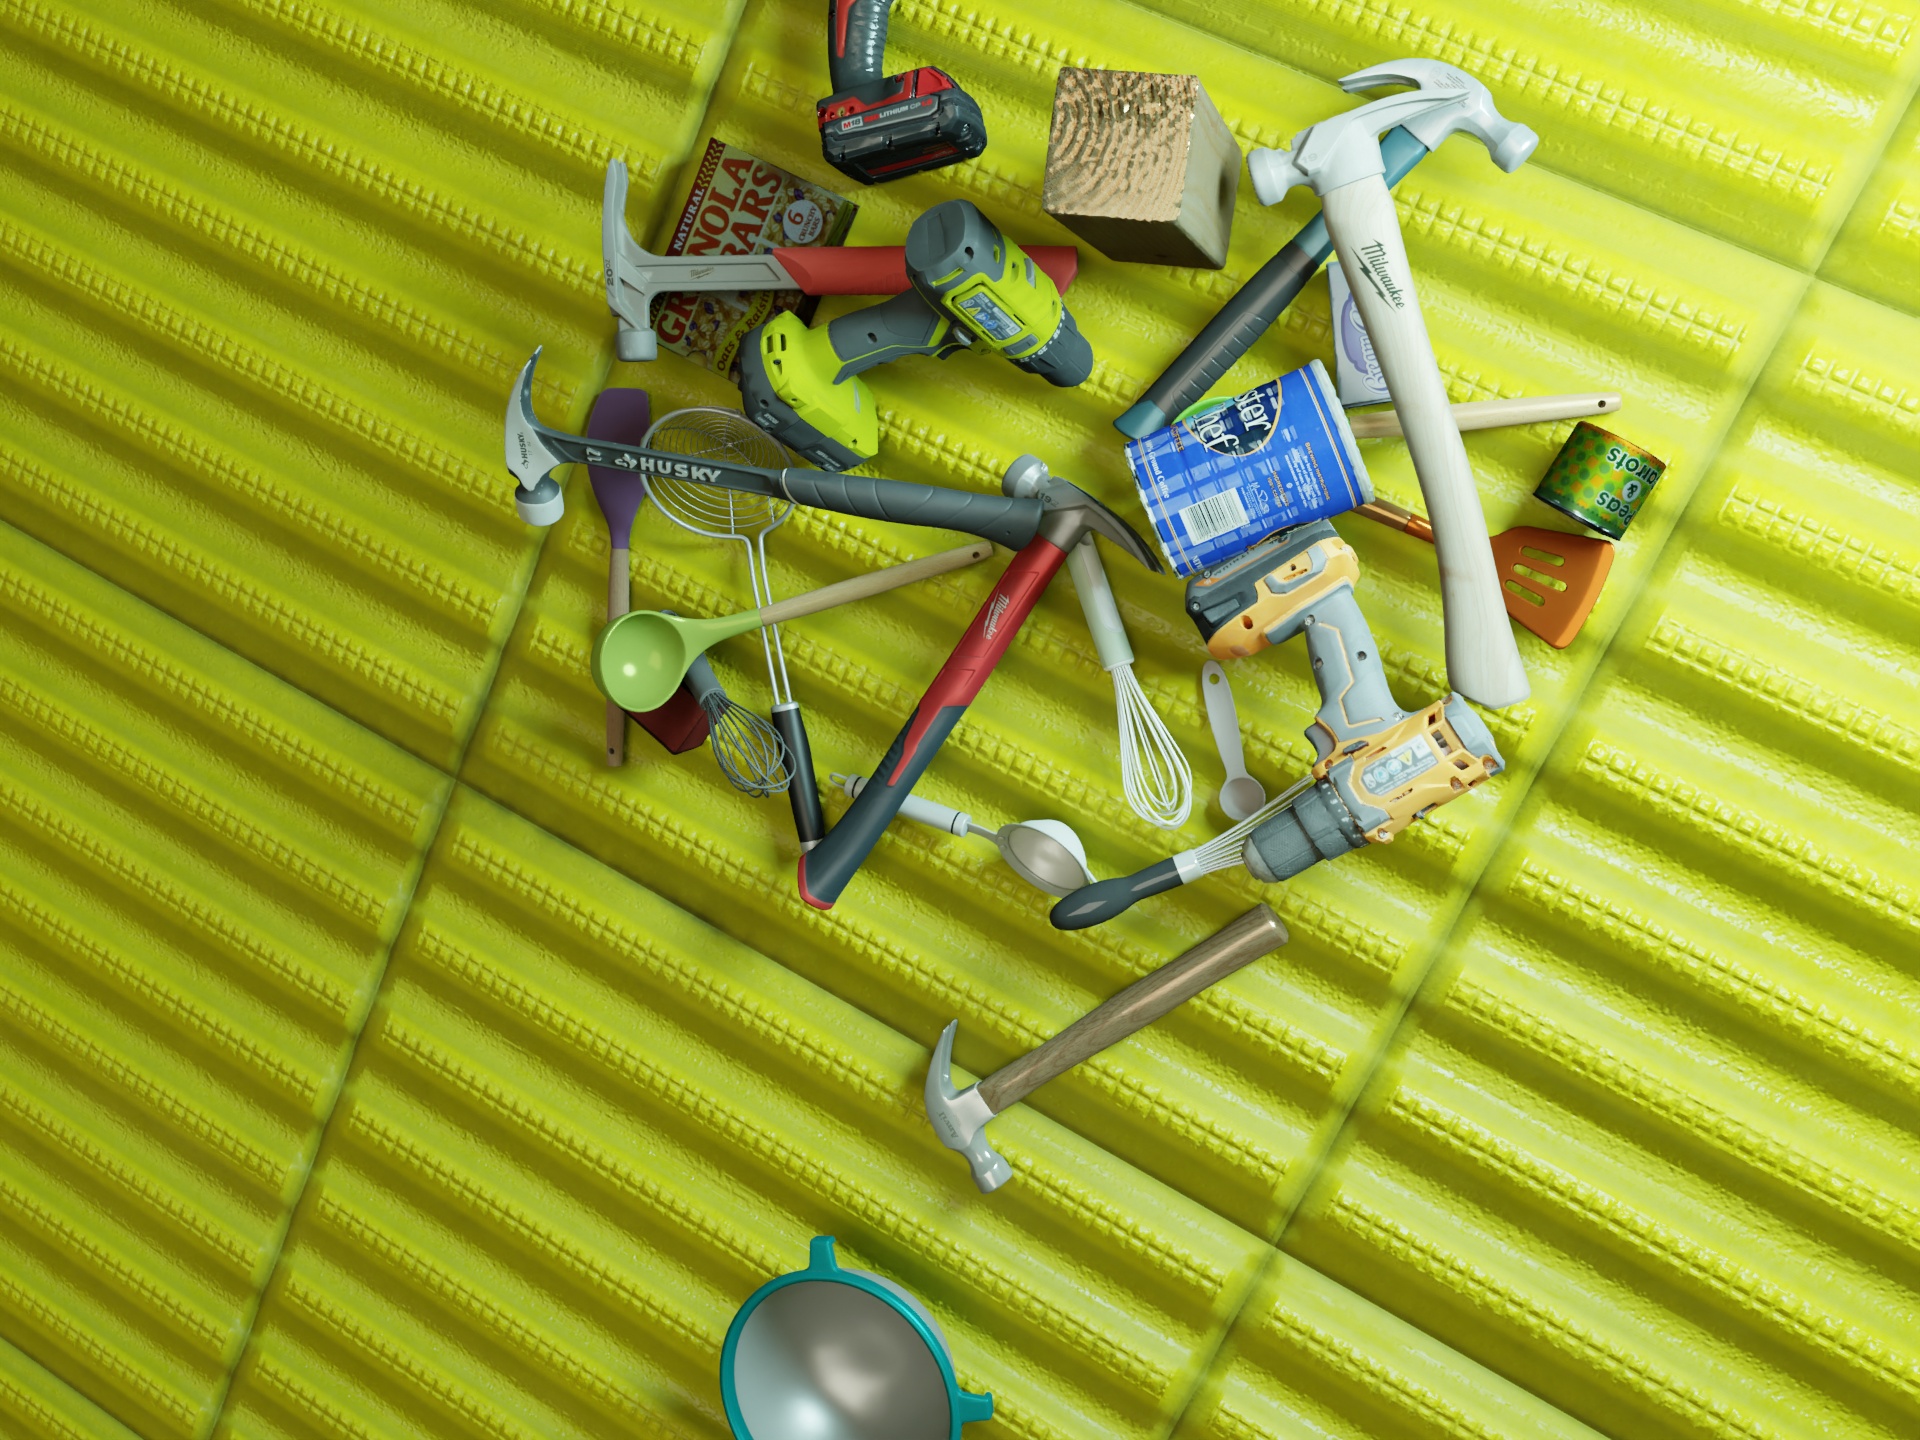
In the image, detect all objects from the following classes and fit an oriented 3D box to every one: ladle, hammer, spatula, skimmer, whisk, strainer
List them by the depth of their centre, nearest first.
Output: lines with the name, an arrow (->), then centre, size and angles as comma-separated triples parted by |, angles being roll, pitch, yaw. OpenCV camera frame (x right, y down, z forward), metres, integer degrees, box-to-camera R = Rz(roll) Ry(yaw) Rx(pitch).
hammer -> 0.322, -0.208, 1.072 | 0.146, 0.038, 0.410 | -16, 97, 19
hammer -> 0.233, -0.317, 1.116 | 0.128, 0.033, 0.331 | 48, 111, 11
spatula -> 0.297, -0.152, 1.137 | 0.323, 0.041, 0.081 | 26, 104, 13
whisk -> 0.197, 0.096, 1.167 | 0.284, 0.070, 0.070 | -23, 90, 8
hammer -> -0.141, -0.180, 1.169 | 0.409, 0.036, 0.149 | 10, 137, 6
hammer -> -0.092, -0.348, 1.198 | 0.359, 0.037, 0.149 | 1, 102, 6
whisk -> 0.123, -0.035, 1.203 | 0.059, 0.058, 0.246 | -23, 85, 52
hammer -> -0.002, -0.004, 1.213 | 0.143, 0.038, 0.386 | 40, 105, 25
ladle -> -0.126, -0.082, 1.217 | 0.320, 0.062, 0.078 | -17, 115, -4
whisk -> -0.192, -0.019, 1.248 | 0.055, 0.055, 0.239 | -53, 47, 16
hammer -> 0.109, 0.240, 1.249 | 0.331, 0.031, 0.130 | -36, 86, 18
strainer -> 0.009, 0.083, 1.255 | 0.258, 0.050, 0.086 | 19, 146, 19
skimmer -> -0.164, -0.066, 1.263 | 0.127, 0.090, 0.363 | -10, 94, 18
spatula -> -0.288, -0.118, 1.332 | 0.060, 0.018, 0.316 | 4, 97, 17
strainer -> -0.122, 0.586, 1.332 | 0.211, 0.095, 0.340 | 41, 108, 11

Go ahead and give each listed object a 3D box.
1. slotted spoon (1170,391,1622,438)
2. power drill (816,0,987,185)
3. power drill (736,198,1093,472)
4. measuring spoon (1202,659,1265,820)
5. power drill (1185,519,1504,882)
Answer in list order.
slotted spoon -> 0.300, -0.206, 1.119 | 0.314, 0.031, 0.070 | -5, 106, 9
power drill -> -0.036, -0.533, 1.175 | 0.188, 0.080, 0.227 | -9, 91, 18
power drill -> -0.030, -0.268, 1.166 | 0.228, 0.190, 0.080 | -20, 61, 28
measuring spoon -> 0.204, 0.015, 1.203 | 0.034, 0.018, 0.124 | -14, 86, 18
power drill -> 0.242, -0.012, 1.114 | 0.185, 0.084, 0.226 | -34, 67, 15
